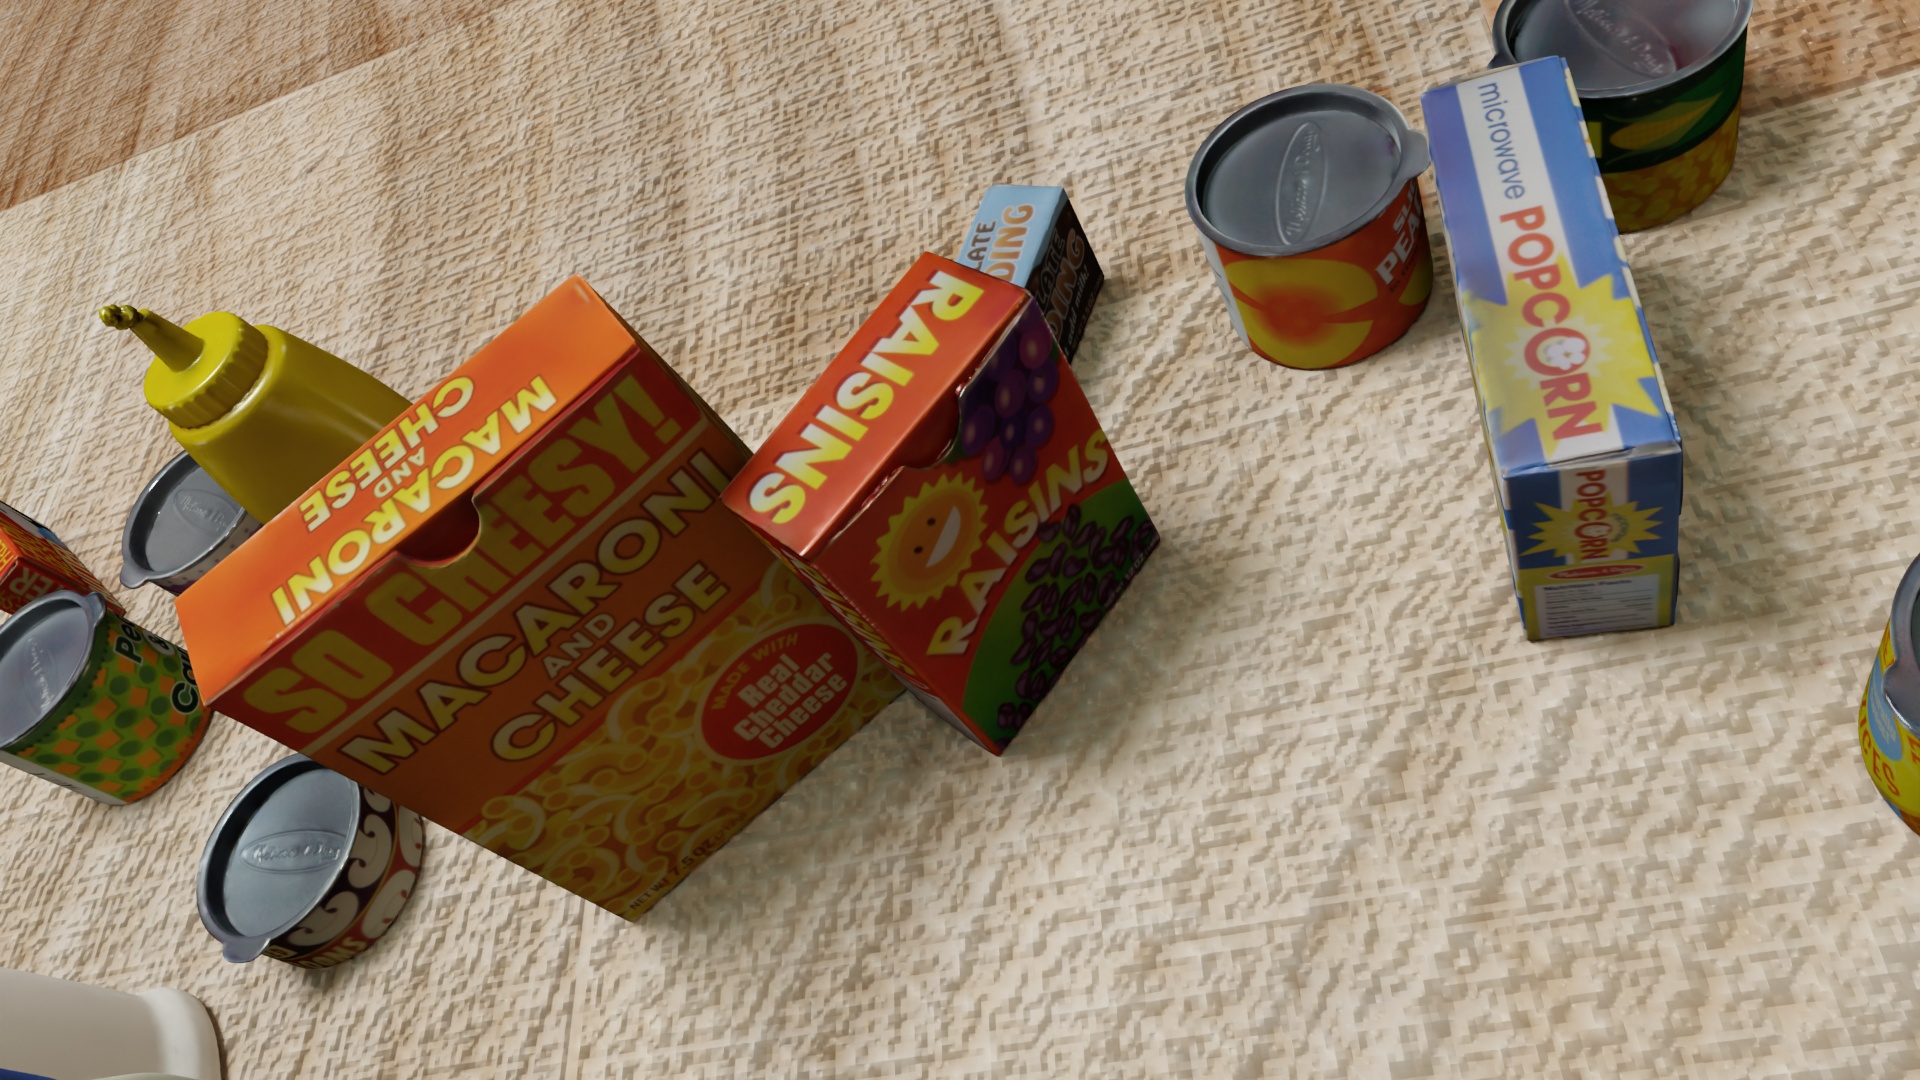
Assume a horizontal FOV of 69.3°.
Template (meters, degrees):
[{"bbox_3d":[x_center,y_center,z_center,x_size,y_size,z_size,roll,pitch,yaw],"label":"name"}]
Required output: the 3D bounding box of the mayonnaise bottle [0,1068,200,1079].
[{"bbox_3d":[-0.204,0.162,0.352,0.065,0.147,0.041,-27,53,8],"label":"mayonnaise bottle"}]

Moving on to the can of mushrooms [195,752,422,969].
[{"bbox_3d":[-0.218,0.109,0.464,0.071,0.033,0.071,-12,56,18],"label":"can of mushrooms"}]

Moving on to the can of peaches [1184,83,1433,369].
[{"bbox_3d":[0.110,-0.095,0.425,0.071,0.058,0.071,-12,56,18],"label":"can of peaches"}]

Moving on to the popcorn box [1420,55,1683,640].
[{"bbox_3d":[0.151,-0.049,0.359,0.038,0.085,0.127,-11,56,19],"label":"popcorn box"}]

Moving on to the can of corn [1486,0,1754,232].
[{"bbox_3d":[0.192,-0.133,0.411,0.071,0.058,0.071,-12,56,18],"label":"can of corn"}]

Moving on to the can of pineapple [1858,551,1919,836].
[{"bbox_3d":[0.227,0.033,0.289,0.071,0.057,0.071,-12,56,18],"label":"can of pineapple"}]

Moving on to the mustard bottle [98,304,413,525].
[{"bbox_3d":[-0.225,-0.035,0.479,0.065,0.159,0.049,-35,52,2],"label":"mustard bottle"}]

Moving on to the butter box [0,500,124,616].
[{"bbox_3d":[-0.413,0.008,0.608,0.103,0.053,0.024,28,75,35],"label":"butter box"}]

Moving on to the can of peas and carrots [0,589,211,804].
[{"bbox_3d":[-0.333,0.059,0.534,0.071,0.058,0.071,-12,56,18],"label":"can of peas and carrots"}]

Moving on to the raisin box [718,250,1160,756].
[{"bbox_3d":[0.001,-0.005,0.377,0.040,0.123,0.086,31,76,36],"label":"raisin box"}]

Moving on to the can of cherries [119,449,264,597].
[{"bbox_3d":[-0.282,0.001,0.548,0.071,0.058,0.072,-12,56,18],"label":"can of cherries"}]

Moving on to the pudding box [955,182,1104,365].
[{"bbox_3d":[0.016,-0.071,0.460,0.030,0.049,0.084,8,64,29],"label":"pudding box"}]

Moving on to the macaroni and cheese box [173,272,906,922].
[{"bbox_3d":[-0.094,0.027,0.375,0.124,0.166,0.040,-41,52,-3],"label":"macaroni and cheese box"}]
